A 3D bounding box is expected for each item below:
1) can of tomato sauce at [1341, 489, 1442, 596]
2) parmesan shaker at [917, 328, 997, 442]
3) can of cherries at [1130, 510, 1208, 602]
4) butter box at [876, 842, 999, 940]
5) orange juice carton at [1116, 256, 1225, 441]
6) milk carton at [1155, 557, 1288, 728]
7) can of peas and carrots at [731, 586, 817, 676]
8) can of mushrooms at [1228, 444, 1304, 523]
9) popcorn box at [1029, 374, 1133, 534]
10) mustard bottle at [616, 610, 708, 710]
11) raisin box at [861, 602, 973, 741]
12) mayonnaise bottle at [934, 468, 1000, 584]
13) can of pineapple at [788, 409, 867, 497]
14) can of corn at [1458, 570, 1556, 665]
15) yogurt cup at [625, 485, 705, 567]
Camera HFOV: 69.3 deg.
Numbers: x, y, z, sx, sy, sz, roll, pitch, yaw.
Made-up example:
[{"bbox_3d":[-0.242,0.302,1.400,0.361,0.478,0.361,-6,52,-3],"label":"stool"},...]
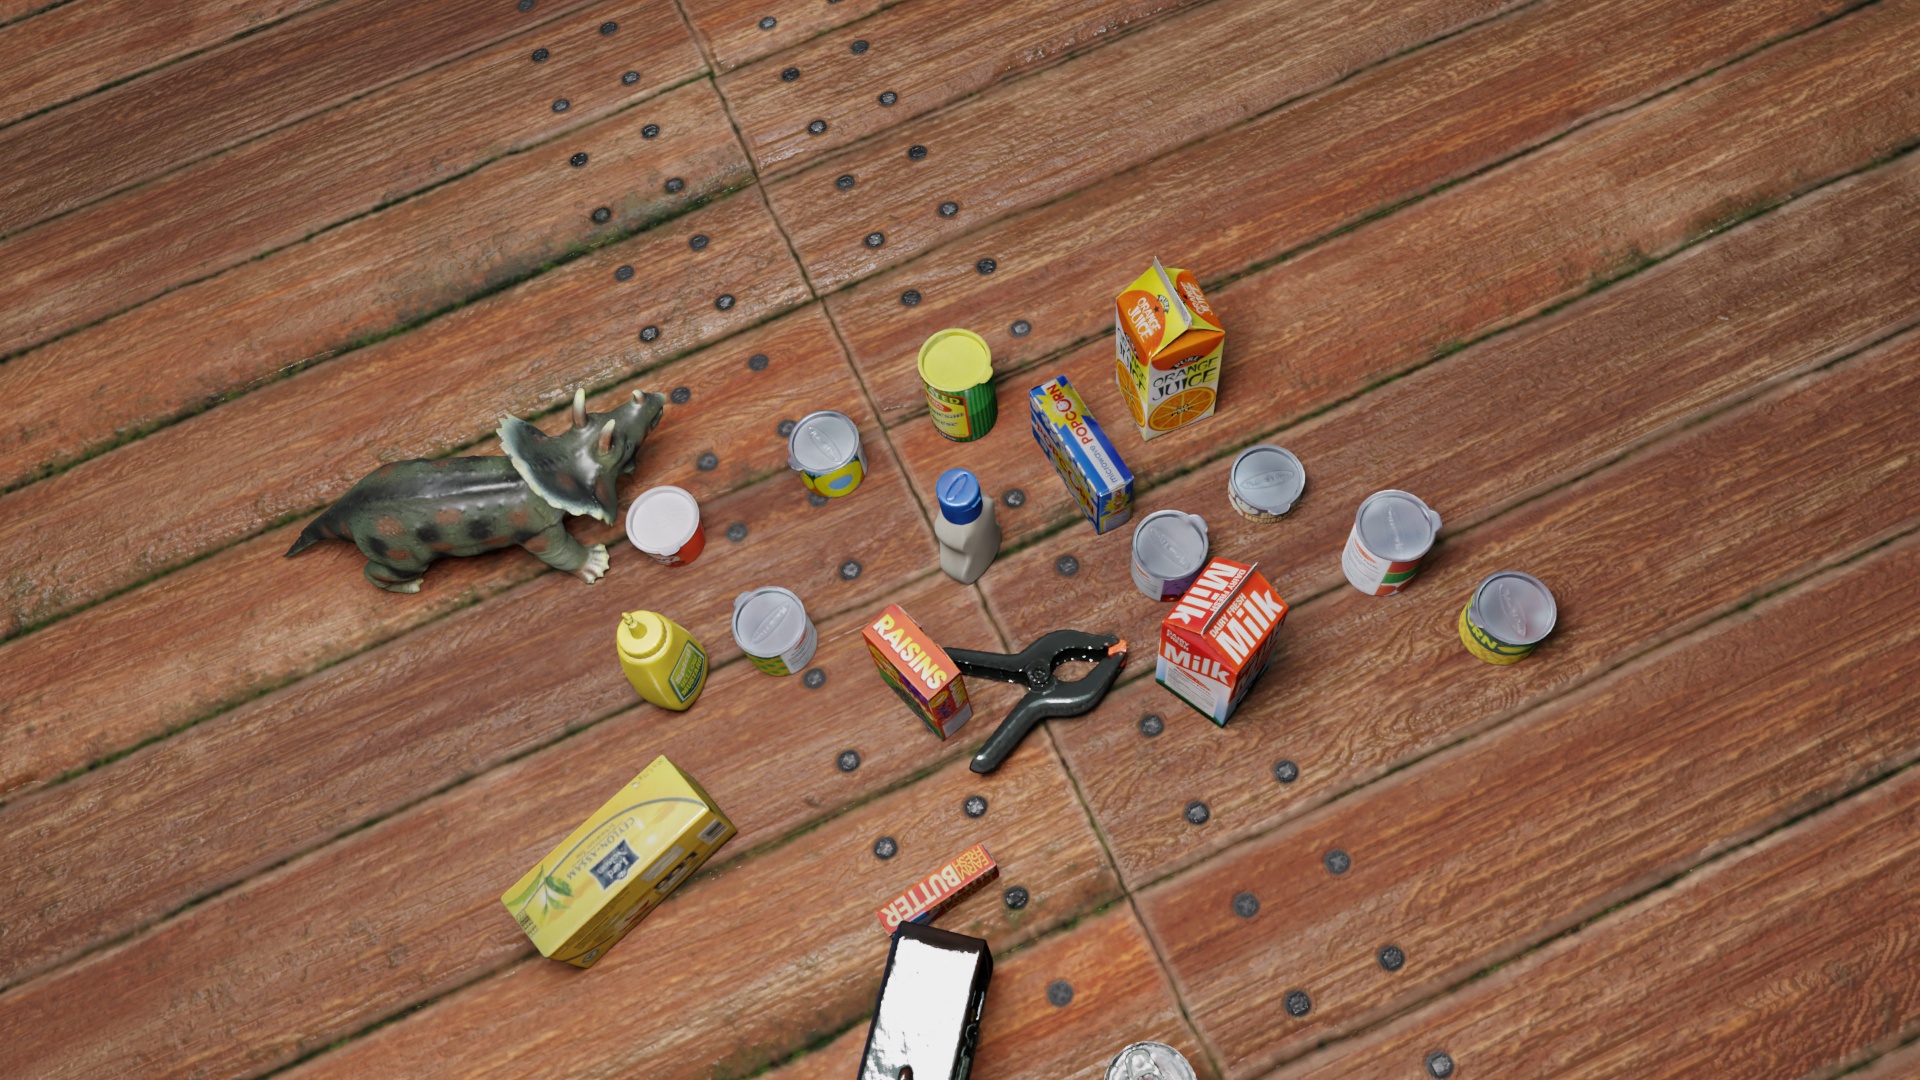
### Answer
[{"bbox_3d":[0.371,0.003,1.202,0.071,0.082,0.071,-2,66,5],"label":"can of tomato sauce"},{"bbox_3d":[0.001,-0.141,1.294,0.071,0.102,0.071,-2,66,5],"label":"parmesan shaker"},{"bbox_3d":[0.187,0.014,1.230,0.071,0.058,0.072,-2,66,5],"label":"can of cherries"},{"bbox_3d":[-0.018,0.287,1.129,0.104,0.053,0.024,-32,67,-9],"label":"butter box"},{"bbox_3d":[0.185,-0.173,1.241,0.073,0.192,0.072,-21,66,-4],"label":"orange juice carton"},{"bbox_3d":[0.210,0.079,1.125,0.073,0.189,0.072,36,74,19],"label":"milk carton"},{"bbox_3d":[-0.166,0.080,1.235,0.071,0.058,0.071,-2,66,5],"label":"can of peas and carrots"},{"bbox_3d":[0.278,-0.049,1.262,0.071,0.033,0.071,-2,66,5],"label":"can of mushrooms"},{"bbox_3d":[0.110,-0.077,1.264,0.038,0.085,0.127,-28,66,-7],"label":"popcorn box"},{"bbox_3d":[-0.259,0.096,1.182,0.049,0.159,0.065,17,69,13],"label":"mustard bottle"},{"bbox_3d":[-0.034,0.112,1.172,0.040,0.123,0.086,-41,68,-12],"label":"raisin box"},{"bbox_3d":[0.004,-0.015,1.212,0.041,0.147,0.065,30,72,17],"label":"mayonnaise bottle"},{"bbox_3d":[-0.125,-0.080,1.304,0.071,0.057,0.071,-2,66,5],"label":"can of pineapple"},{"bbox_3d":[0.460,0.067,1.178,0.071,0.058,0.071,-2,66,5],"label":"can of corn"},{"bbox_3d":[-0.270,-0.010,1.289,0.072,0.053,0.072,-2,66,5],"label":"yogurt cup"}]
